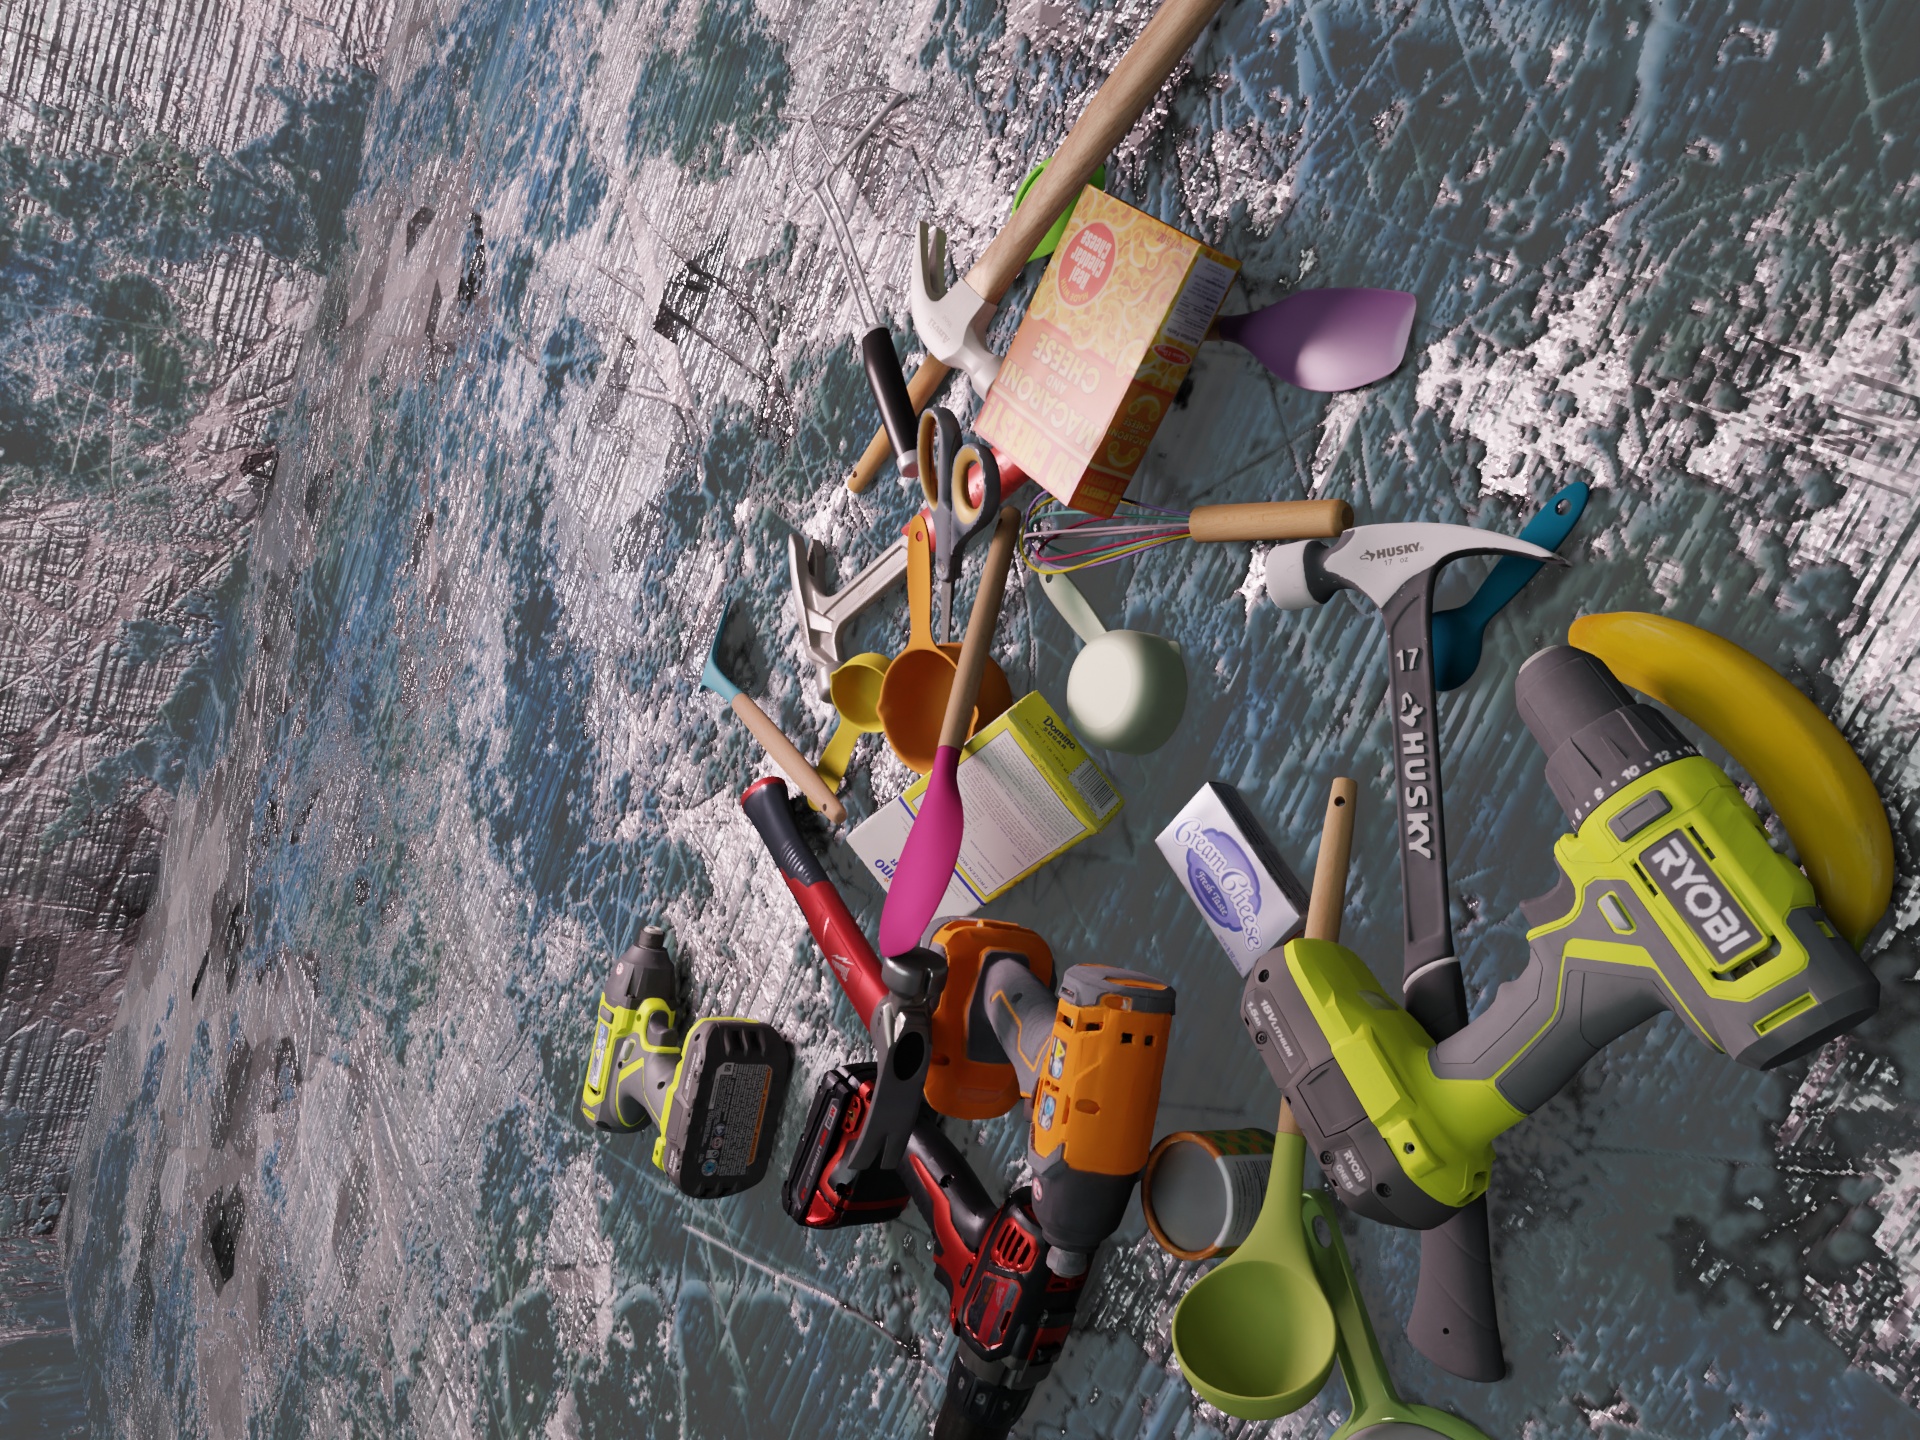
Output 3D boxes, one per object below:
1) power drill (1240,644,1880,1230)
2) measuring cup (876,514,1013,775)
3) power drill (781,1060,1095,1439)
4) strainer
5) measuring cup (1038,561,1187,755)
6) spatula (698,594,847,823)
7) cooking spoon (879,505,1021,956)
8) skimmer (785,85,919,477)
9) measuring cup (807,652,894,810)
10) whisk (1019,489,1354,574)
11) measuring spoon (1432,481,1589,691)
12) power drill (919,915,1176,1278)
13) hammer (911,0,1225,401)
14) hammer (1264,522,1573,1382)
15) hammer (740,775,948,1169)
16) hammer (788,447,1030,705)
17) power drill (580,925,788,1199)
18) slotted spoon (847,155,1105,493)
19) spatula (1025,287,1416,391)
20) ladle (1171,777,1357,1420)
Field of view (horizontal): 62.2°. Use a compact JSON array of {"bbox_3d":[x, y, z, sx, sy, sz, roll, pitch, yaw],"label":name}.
[{"bbox_3d":[0.239,0.096,0.691,0.228,0.080,0.191,-42,57,25],"label":"power drill"},{"bbox_3d":[-0.008,-0.051,1.067,0.095,0.052,0.173,1,96,44],"label":"measuring cup"},{"bbox_3d":[-0.020,0.342,1.009,0.227,0.080,0.188,32,107,46],"label":"power drill"},{"bbox_3d":[0.189,0.353,0.754,0.151,0.069,0.257,-37,57,40],"label":"strainer"},{"bbox_3d":[0.079,-0.048,0.996,0.083,0.038,0.168,-56,47,27],"label":"measuring cup"},{"bbox_3d":[-0.153,-0.004,1.253,0.318,0.044,0.082,44,119,48],"label":"spatula"},{"bbox_3d":[-0.002,-0.003,0.979,0.069,0.017,0.319,-27,41,51],"label":"cooking spoon"},{"bbox_3d":[-0.058,-0.333,1.203,0.127,0.090,0.364,-35,61,36],"label":"skimmer"},{"bbox_3d":[-0.081,0.011,1.187,0.062,0.029,0.156,34,131,6],"label":"measuring cup"},{"bbox_3d":[0.126,-0.113,0.953,0.245,0.051,0.047,4,51,46],"label":"whisk"},{"bbox_3d":[0.263,-0.068,0.790,0.128,0.021,0.042,-56,45,29],"label":"measuring spoon"},{"bbox_3d":[0.039,0.206,0.917,0.226,0.084,0.164,-168,88,-67],"label":"power drill"},{"bbox_3d":[0.080,-0.374,1.037,0.331,0.031,0.130,-51,63,21],"label":"hammer"},{"bbox_3d":[0.231,0.102,0.766,0.149,0.036,0.409,-9,80,39],"label":"hammer"},{"bbox_3d":[-0.097,0.145,1.098,0.387,0.038,0.143,-134,54,-62],"label":"hammer"},{"bbox_3d":[-0.007,-0.154,1.127,0.359,0.036,0.149,-36,56,41],"label":"hammer"},{"bbox_3d":[-0.230,0.272,1.277,0.223,0.080,0.171,16,95,54],"label":"power drill"},{"bbox_3d":[0.000,-0.280,1.153,0.313,0.031,0.070,-50,52,33],"label":"slotted spoon"},{"bbox_3d":[0.144,-0.239,0.975,0.316,0.018,0.060,21,98,49],"label":"spatula"},{"bbox_3d":[0.167,0.178,0.793,0.078,0.062,0.320,5,73,25],"label":"ladle"}]
